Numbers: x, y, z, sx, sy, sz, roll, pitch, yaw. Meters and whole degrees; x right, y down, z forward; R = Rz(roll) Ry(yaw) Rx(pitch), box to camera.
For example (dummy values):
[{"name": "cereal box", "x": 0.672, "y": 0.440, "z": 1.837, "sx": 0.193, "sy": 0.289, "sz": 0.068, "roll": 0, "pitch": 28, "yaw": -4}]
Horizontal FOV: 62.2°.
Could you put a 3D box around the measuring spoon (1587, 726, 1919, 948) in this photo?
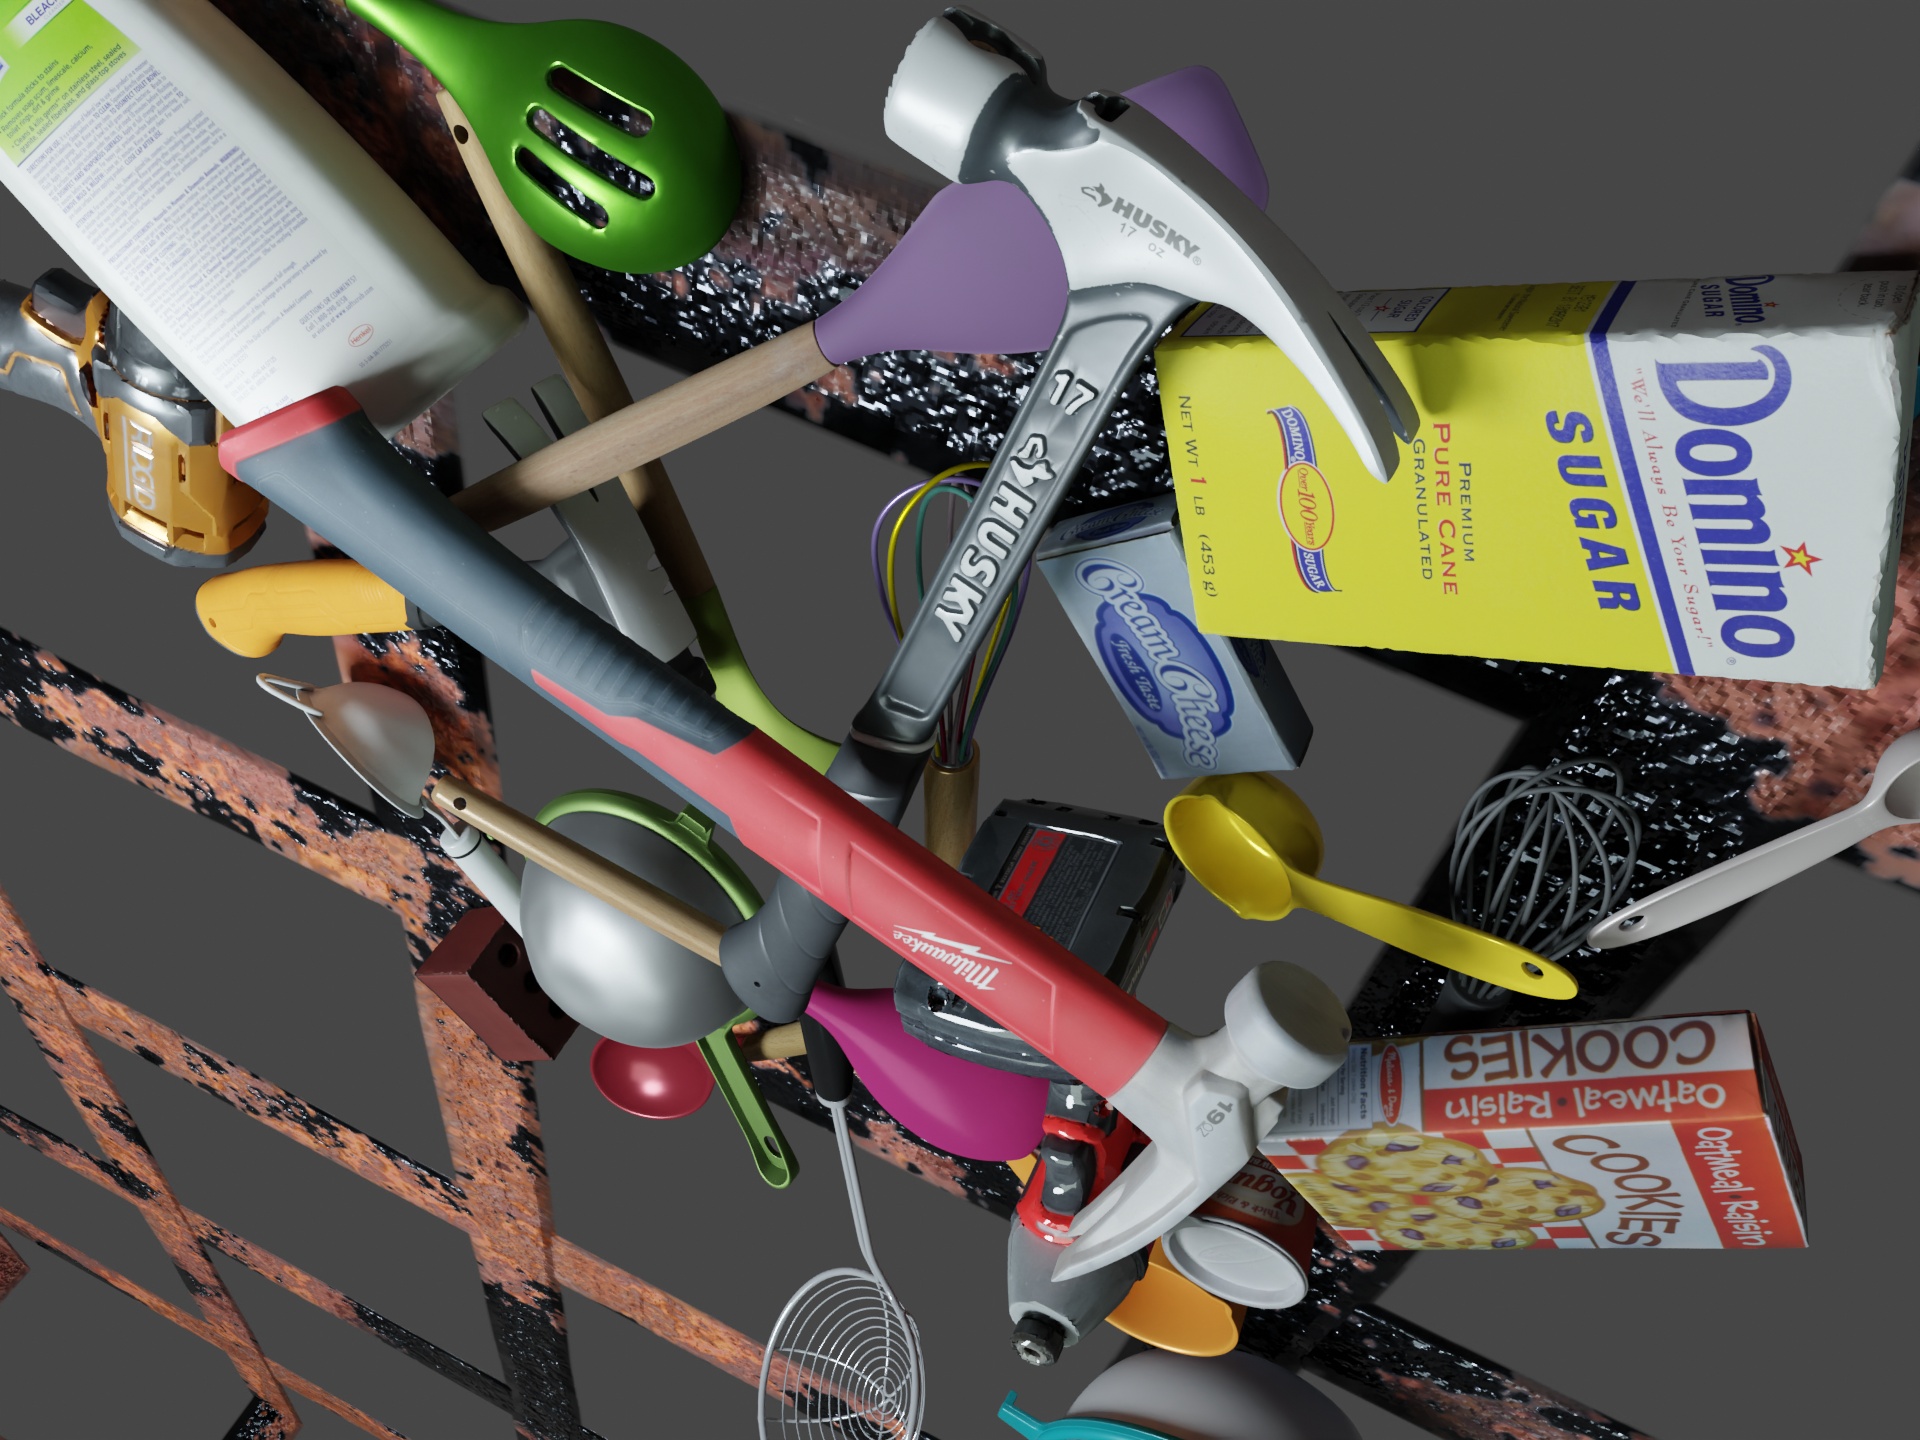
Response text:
[{"name": "measuring spoon", "x": 0.238, "y": 0.034, "z": 0.464, "sx": 0.124, "sy": 0.018, "sz": 0.034, "roll": -35, "pitch": 131, "yaw": 30}]

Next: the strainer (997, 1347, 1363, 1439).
[{"name": "strainer", "x": 0.187, "y": 0.453, "z": 0.902, "sx": 0.211, "sy": 0.095, "sz": 0.340, "roll": -9, "pitch": 128, "yaw": 42}]

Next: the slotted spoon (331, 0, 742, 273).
[{"name": "slotted spoon", "x": -0.205, "y": -0.235, "z": 0.485, "sx": 0.314, "sy": 0.031, "sz": 0.070, "roll": 33, "pitch": 115, "yaw": 3}]

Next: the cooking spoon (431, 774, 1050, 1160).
[{"name": "cooking spoon", "x": -0.096, "y": 0.109, "z": 0.721, "sx": 0.319, "sy": 0.069, "sz": 0.017, "roll": 30, "pitch": -174, "yaw": -4}]

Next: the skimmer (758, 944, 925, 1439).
[{"name": "skimmer", "x": -0.079, "y": 0.248, "z": 0.801, "sx": 0.127, "sy": 0.090, "sz": 0.363, "roll": 30, "pitch": 134, "yaw": 49}]

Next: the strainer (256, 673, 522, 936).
[{"name": "strainer", "x": -0.260, "y": 0.054, "z": 0.817, "sx": 0.087, "sy": 0.050, "sz": 0.258, "roll": 45, "pitch": 166, "yaw": 47}]

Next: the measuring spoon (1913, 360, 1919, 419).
[{"name": "measuring spoon", "x": 0.214, "y": -0.054, "z": 0.408, "sx": 0.042, "sy": 0.021, "sz": 0.128, "roll": 26, "pitch": 142, "yaw": 7}]

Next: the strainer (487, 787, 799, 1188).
[{"name": "strainer", "x": -0.149, "y": 0.156, "z": 0.800, "sx": 0.151, "sy": 0.069, "sz": 0.256, "roll": -4, "pitch": 120, "yaw": 34}]

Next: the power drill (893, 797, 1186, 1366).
[{"name": "power drill", "x": 0.044, "y": 0.151, "z": 0.641, "sx": 0.078, "sy": 0.143, "sz": 0.219, "roll": 9, "pitch": 133, "yaw": 24}]

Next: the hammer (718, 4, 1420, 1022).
[{"name": "hammer", "x": -0.011, "y": -0.006, "z": 0.512, "sx": 0.149, "sy": 0.036, "sz": 0.408, "roll": 34, "pitch": 138, "yaw": 5}]

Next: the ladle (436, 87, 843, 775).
[{"name": "ladle", "x": -0.101, "y": -0.077, "z": 0.585, "sx": 0.078, "sy": 0.062, "sz": 0.320, "roll": -3, "pitch": 123, "yaw": 33}]

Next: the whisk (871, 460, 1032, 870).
[{"name": "whisk", "x": 0.001, "y": -0.002, "z": 0.590, "sx": 0.051, "sy": 0.047, "sz": 0.244, "roll": 30, "pitch": 147, "yaw": 21}]

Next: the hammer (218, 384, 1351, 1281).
[{"name": "hammer", "x": -0.074, "y": 0.031, "z": 0.510, "sx": 0.386, "sy": 0.038, "sz": 0.143, "roll": 36, "pitch": 123, "yaw": 0}]

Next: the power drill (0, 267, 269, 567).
[{"name": "power drill", "x": -0.375, "y": -0.176, "z": 0.624, "sx": 0.226, "sy": 0.084, "sz": 0.185, "roll": 29, "pitch": 139, "yaw": -3}]

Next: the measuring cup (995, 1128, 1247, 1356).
[{"name": "measuring cup", "x": 0.079, "y": 0.240, "z": 0.782, "sx": 0.095, "sy": 0.052, "sz": 0.173, "roll": -20, "pitch": 117, "yaw": 44}]

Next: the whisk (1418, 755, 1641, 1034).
[{"name": "whisk", "x": 0.187, "y": 0.091, "z": 0.564, "sx": 0.055, "sy": 0.055, "sz": 0.238, "roll": 18, "pitch": 144, "yaw": 16}]

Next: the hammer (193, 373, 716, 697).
[{"name": "hammer", "x": -0.237, "y": -0.058, "z": 0.657, "sx": 0.337, "sy": 0.034, "sz": 0.127, "roll": 1, "pitch": 123, "yaw": 43}]

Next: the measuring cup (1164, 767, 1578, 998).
[{"name": "measuring cup", "x": 0.137, "y": 0.054, "z": 0.533, "sx": 0.157, "sy": 0.029, "sz": 0.062, "roll": 20, "pitch": 143, "yaw": 42}]

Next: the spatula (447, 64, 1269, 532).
[{"name": "spatula", "x": -0.060, "y": -0.101, "z": 0.478, "sx": 0.316, "sy": 0.018, "sz": 0.059, "roll": -19, "pitch": 122, "yaw": 23}]

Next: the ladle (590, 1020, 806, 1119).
[{"name": "ladle", "x": -0.096, "y": 0.170, "z": 0.842, "sx": 0.315, "sy": 0.031, "sz": 0.069, "roll": -21, "pitch": 113, "yaw": 42}]
